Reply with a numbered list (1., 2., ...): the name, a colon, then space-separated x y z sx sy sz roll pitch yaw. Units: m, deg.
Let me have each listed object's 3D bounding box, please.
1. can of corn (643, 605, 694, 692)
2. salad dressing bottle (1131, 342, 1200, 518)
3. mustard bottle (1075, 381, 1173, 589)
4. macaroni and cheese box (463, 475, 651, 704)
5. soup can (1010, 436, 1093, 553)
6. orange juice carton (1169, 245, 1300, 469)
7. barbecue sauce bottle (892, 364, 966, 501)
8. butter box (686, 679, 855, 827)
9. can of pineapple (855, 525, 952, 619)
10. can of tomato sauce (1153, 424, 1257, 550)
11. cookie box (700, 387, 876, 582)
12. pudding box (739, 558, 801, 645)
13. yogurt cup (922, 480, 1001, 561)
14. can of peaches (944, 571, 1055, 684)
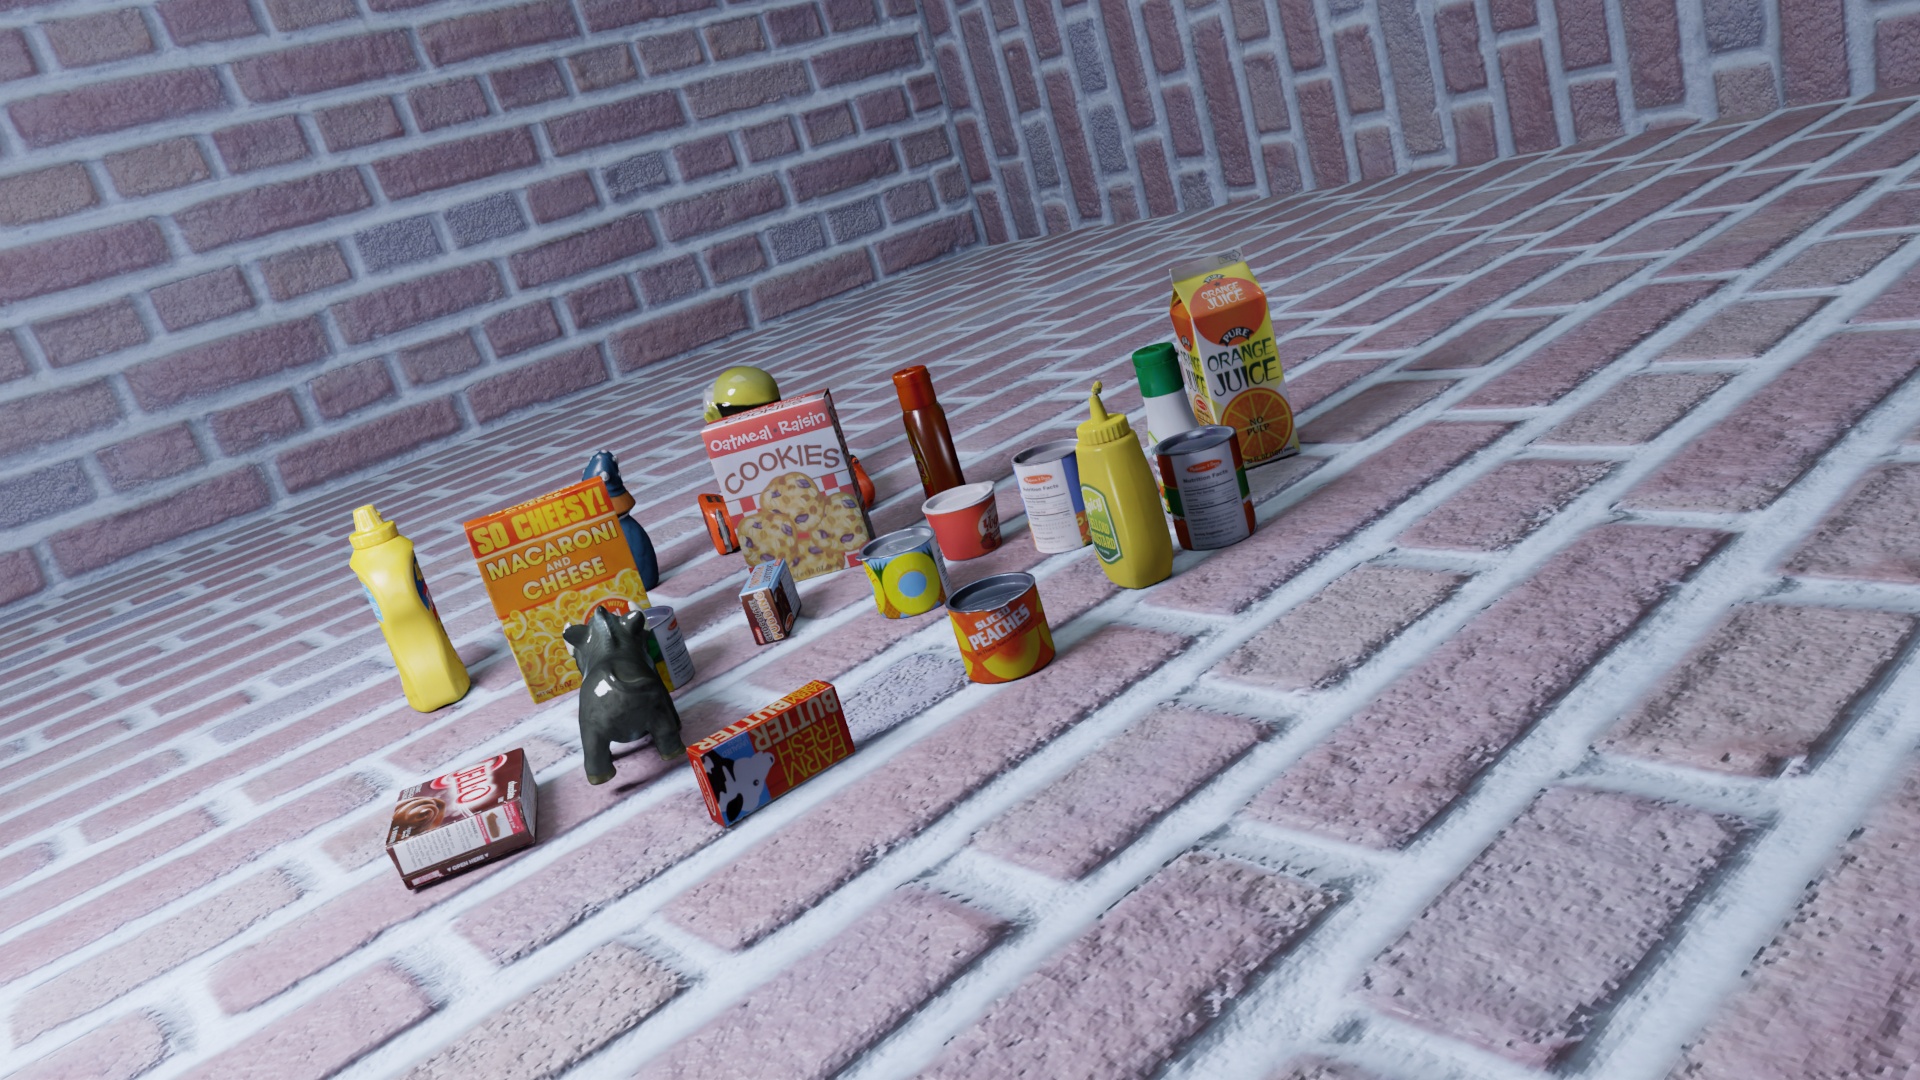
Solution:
1. can of corn: -0.263 0.095 1.154 0.071 0.058 0.071 -15 16 5
2. salad dressing bottle: 0.180 -0.092 1.173 0.044 0.147 0.064 -19 16 -7
3. mustard bottle: 0.118 -0.044 1.055 0.049 0.159 0.065 -22 17 -18
4. macaroni and cheese box: -0.343 0.042 1.212 0.124 0.166 0.040 -22 17 -16
5. soup can: 0.087 -0.040 1.206 0.071 0.083 0.071 -15 16 5
6. orange juice carton: 0.245 -0.165 1.267 0.072 0.192 0.073 -18 16 -4
7. barbecue sauce bottle: -0.031 -0.102 1.408 0.044 0.148 0.065 -18 16 -6
8. butter box: -0.120 0.135 0.893 0.104 0.053 0.024 -27 19 -31
9. can of pineapple: -0.047 0.027 1.164 0.071 0.057 0.071 -15 16 5
10. can of tomato sauce: 0.197 -0.043 1.111 0.071 0.083 0.071 -15 16 5
11. cookie box: -0.160 -0.047 1.322 0.123 0.167 0.040 -15 16 5
12. pudding box: -0.165 0.052 1.211 0.030 0.049 0.084 -15 16 6
13. yogurt cup: 0.004 -0.016 1.260 0.072 0.053 0.072 -15 16 5
14. can of peaches: 0.029 0.062 0.978 0.071 0.058 0.071 -15 16 5
